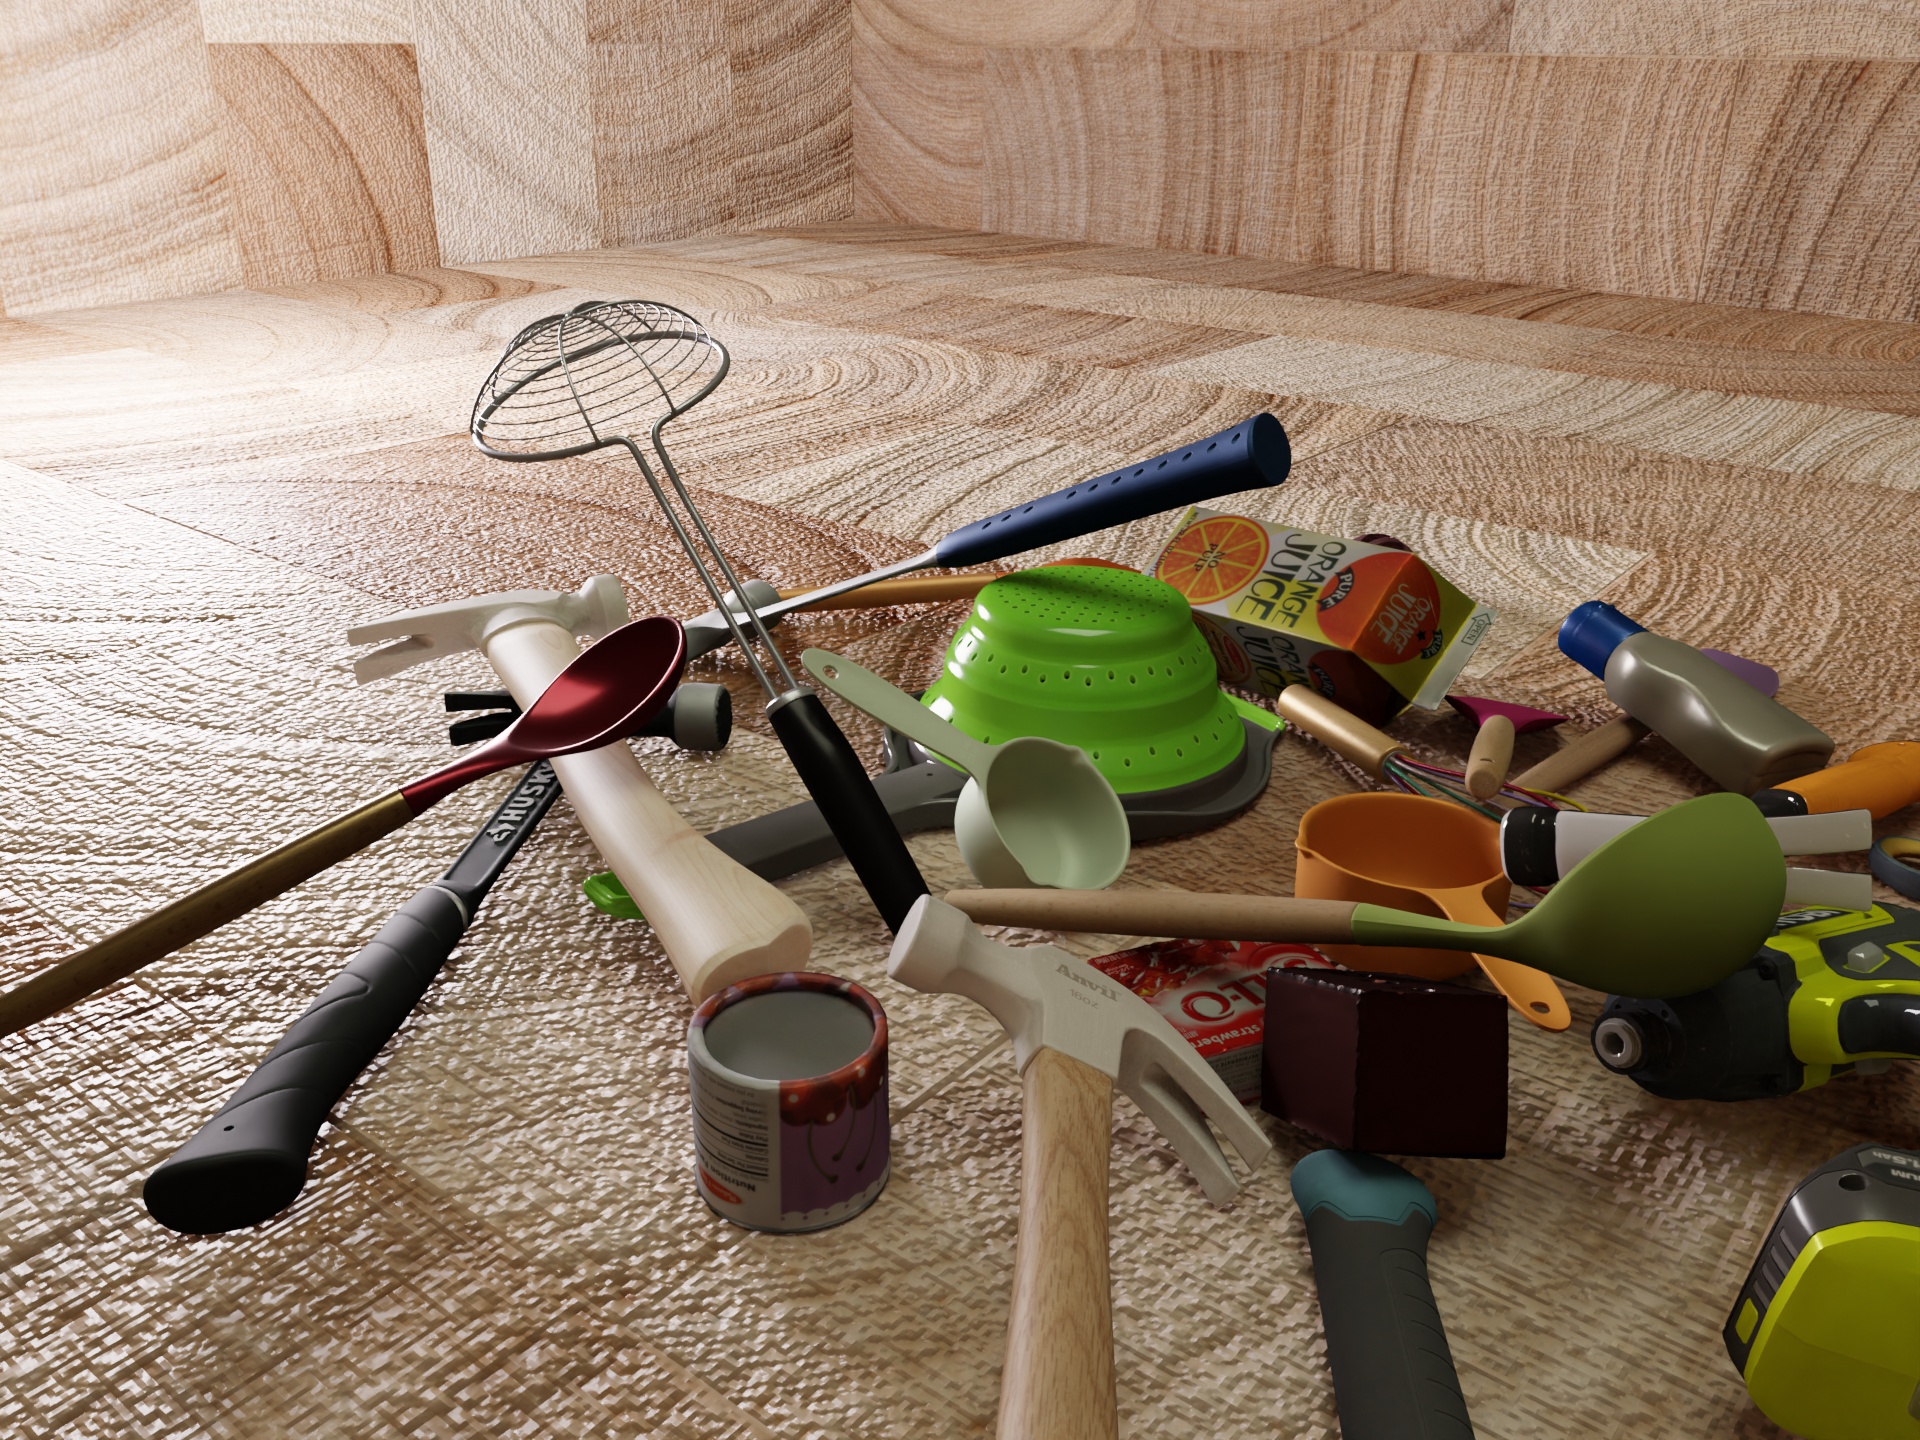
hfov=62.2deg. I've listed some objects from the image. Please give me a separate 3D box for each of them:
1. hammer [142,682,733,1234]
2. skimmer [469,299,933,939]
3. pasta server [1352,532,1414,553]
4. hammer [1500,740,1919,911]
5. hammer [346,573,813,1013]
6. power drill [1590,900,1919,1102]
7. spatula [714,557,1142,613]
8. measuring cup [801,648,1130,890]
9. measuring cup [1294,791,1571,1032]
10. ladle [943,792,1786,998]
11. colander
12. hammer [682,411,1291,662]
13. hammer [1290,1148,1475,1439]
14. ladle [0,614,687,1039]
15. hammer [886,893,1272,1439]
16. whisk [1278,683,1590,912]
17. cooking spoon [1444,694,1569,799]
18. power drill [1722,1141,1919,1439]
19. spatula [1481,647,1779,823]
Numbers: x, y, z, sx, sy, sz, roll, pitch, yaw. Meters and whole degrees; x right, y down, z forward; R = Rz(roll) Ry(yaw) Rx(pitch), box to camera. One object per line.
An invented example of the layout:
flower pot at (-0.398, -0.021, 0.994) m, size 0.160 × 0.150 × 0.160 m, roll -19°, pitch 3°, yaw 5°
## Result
hammer at (-0.219, 0.070, 0.682) m, size 0.149 × 0.036 × 0.409 m, roll 2°, pitch 24°, yaw 6°
skimmer at (-0.106, -0.049, 0.727) m, size 0.127 × 0.090 × 0.363 m, roll -27°, pitch 76°, yaw -15°
pasta server at (0.184, -0.070, 1.024) m, size 0.316 × 0.040 × 0.060 m, roll -20°, pitch 43°, yaw -29°
hammer at (0.368, 0.037, 0.681) m, size 0.336 × 0.034 × 0.127 m, roll -6°, pitch 3°, yaw -44°
hammer at (-0.173, 0.019, 0.709) m, size 0.146 × 0.038 × 0.411 m, roll -14°, pitch 27°, yaw -22°
power drill at (0.326, 0.096, 0.489) m, size 0.171 × 0.080 × 0.223 m, roll -3°, pitch -1°, yaw -34°
spatula at (0.000, -0.079, 1.051) m, size 0.322 × 0.041 × 0.081 m, roll -5°, pitch 26°, yaw -2°
measuring cup at (-0.004, 0.024, 0.689) m, size 0.167 × 0.038 × 0.083 m, roll 33°, pitch 45°, yaw -10°
measuring cup at (0.190, 0.089, 0.628) m, size 0.095 × 0.052 × 0.174 m, roll -3°, pitch 25°, yaw -8°
ladle at (0.121, 0.060, 0.573) m, size 0.320 × 0.062 × 0.078 m, roll -3°, pitch -20°, yaw 40°
colander at (-0.001, -0.002, 0.777) m, size 0.397 × 0.094 × 0.205 m, roll -17°, pitch 29°, yaw -36°
hammer at (-0.017, -0.084, 0.850) m, size 0.405 × 0.035 × 0.144 m, roll -14°, pitch 14°, yaw 37°
hammer at (0.114, 0.213, 0.360) m, size 0.128 × 0.033 × 0.331 m, roll 3°, pitch 23°, yaw 4°
ladle at (-0.245, 0.045, 0.635) m, size 0.315 × 0.031 × 0.069 m, roll -30°, pitch 34°, yaw -17°
hammer at (0.028, 0.172, 0.412) m, size 0.130 × 0.031 × 0.332 m, roll 26°, pitch 28°, yaw -10°
whisk at (0.228, 0.028, 0.777) m, size 0.051 × 0.047 × 0.245 m, roll -2°, pitch 21°, yaw -20°
cooking spoon at (0.258, 0.008, 0.767) m, size 0.069 × 0.017 × 0.319 m, roll 12°, pitch 10°, yaw 19°
power drill at (0.240, 0.195, 0.329) m, size 0.190 × 0.080 × 0.229 m, roll 13°, pitch 26°, yaw 8°
spatula at (0.370, 0.004, 0.869) m, size 0.316 × 0.018 × 0.060 m, roll -20°, pitch 35°, yaw -40°
